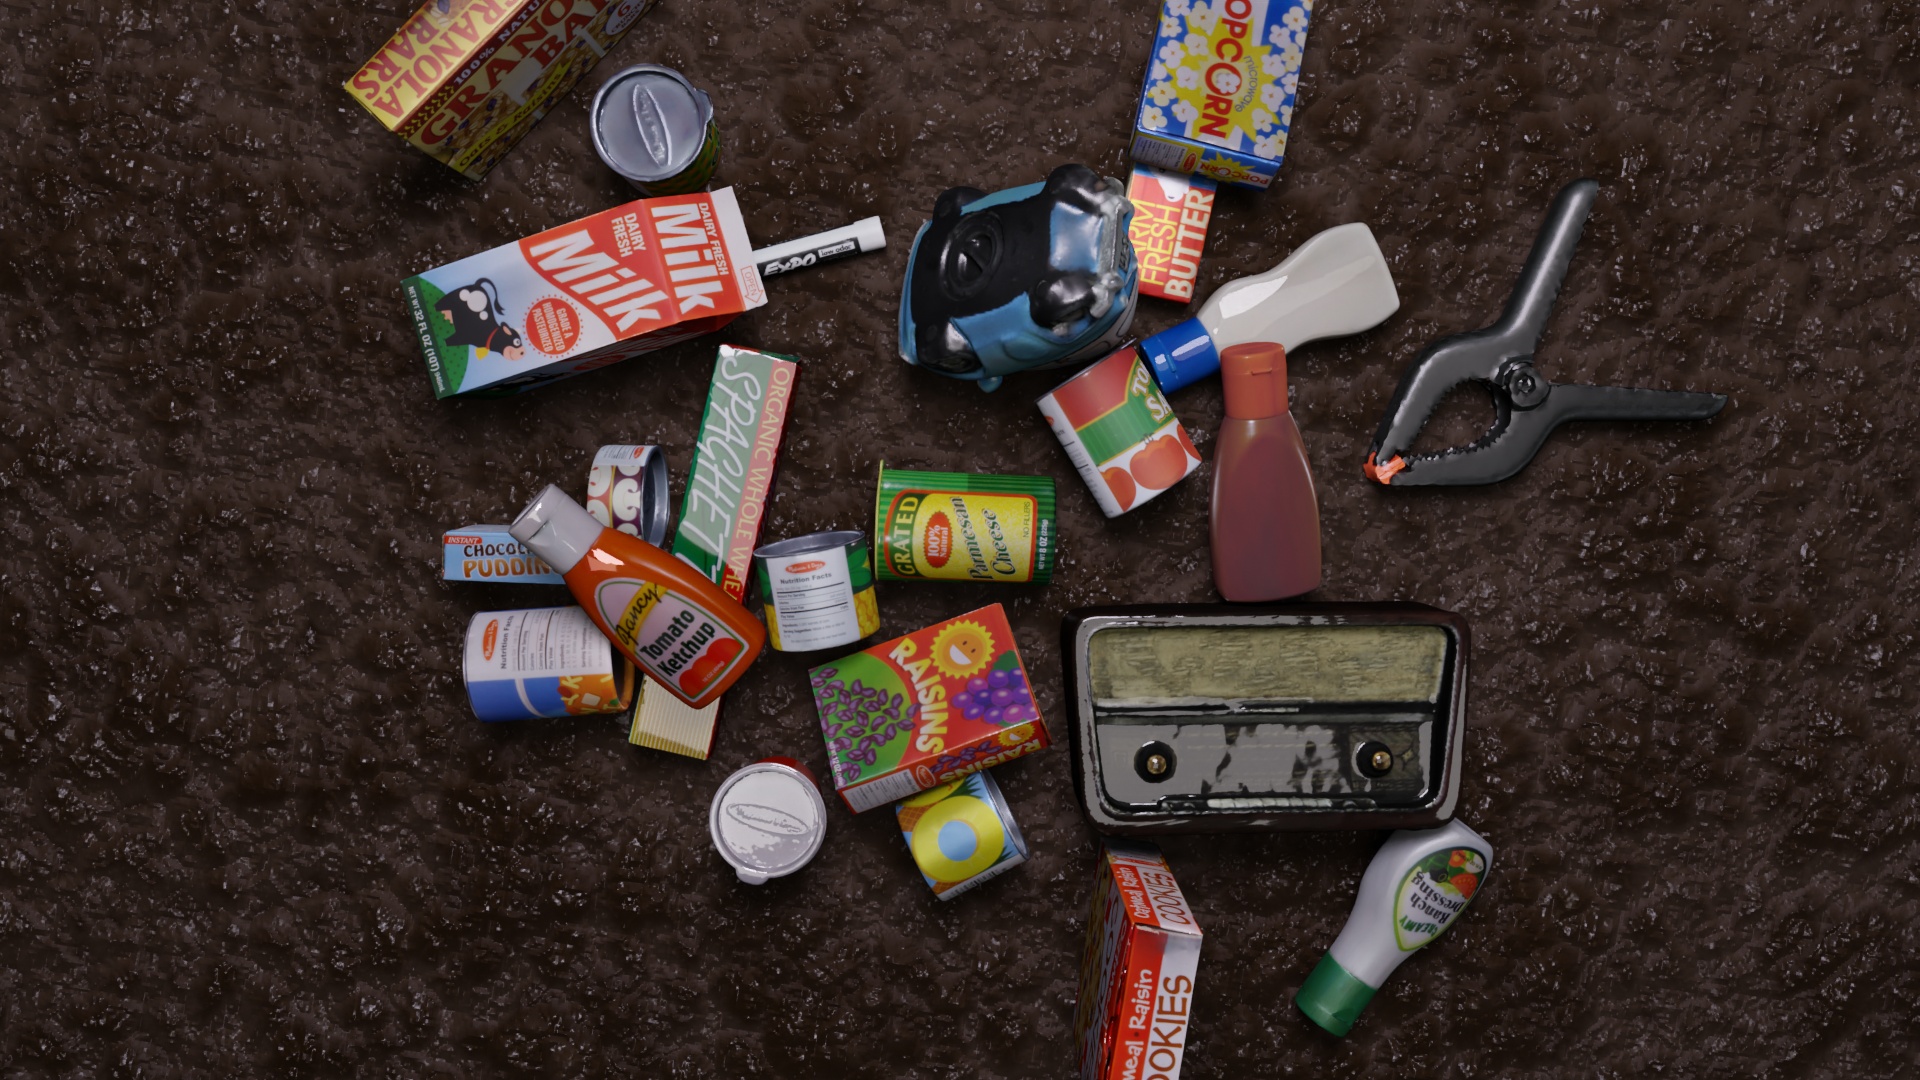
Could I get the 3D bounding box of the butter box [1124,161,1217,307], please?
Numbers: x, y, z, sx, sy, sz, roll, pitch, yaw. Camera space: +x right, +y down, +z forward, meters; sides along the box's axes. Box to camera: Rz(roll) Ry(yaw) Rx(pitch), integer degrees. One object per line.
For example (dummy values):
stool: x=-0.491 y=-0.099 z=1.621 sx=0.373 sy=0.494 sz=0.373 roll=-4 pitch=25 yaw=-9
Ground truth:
butter box: x=0.122 y=-0.195 z=0.830 sx=0.053 sy=0.024 sz=0.103 roll=12 pitch=92 yaw=0

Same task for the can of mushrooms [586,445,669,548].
can of mushrooms: x=-0.194 y=-0.021 z=0.816 sx=0.033 sy=0.071 sz=0.071 roll=2 pitch=93 yaw=0

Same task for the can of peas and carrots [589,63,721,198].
can of peas and carrots: x=-0.174 y=-0.238 z=0.809 sx=0.071 sy=0.059 sz=0.071 roll=0 pitch=93 yaw=-1

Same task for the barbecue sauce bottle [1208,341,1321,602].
barbecue sauce bottle: x=0.175 y=-0.040 z=0.811 sx=0.065 sy=0.044 sz=0.148 roll=-8 pitch=108 yaw=-1

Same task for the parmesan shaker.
parmesan shaker: x=0.003 y=-0.010 z=0.817 sx=0.103 sy=0.071 sz=0.071 roll=2 pitch=93 yaw=0

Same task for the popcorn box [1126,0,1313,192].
popcorn box: x=0.151 y=-0.273 z=0.804 sx=0.085 sy=0.038 sz=0.127 roll=13 pitch=77 yaw=-1

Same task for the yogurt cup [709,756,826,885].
yogurt cup: x=-0.112 y=0.162 z=0.831 sx=0.072 sy=0.054 sz=0.072 roll=0 pitch=93 yaw=0

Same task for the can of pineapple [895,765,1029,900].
can of pineapple: x=0.000 y=0.171 z=0.827 sx=0.058 sy=0.071 sz=0.071 roll=-27 pitch=93 yaw=1

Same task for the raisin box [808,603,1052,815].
raisin box: x=-0.019 y=0.098 z=0.816 sx=0.123 sy=0.040 sz=0.086 roll=-20 pitch=53 yaw=1

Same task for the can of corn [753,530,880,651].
can of corn: x=-0.084 y=0.029 z=0.819 sx=0.071 sy=0.071 sz=0.058 roll=-9 pitch=99 yaw=0

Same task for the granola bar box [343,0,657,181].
granola bar box: x=-0.246 y=-0.281 z=0.774 sx=0.165 sy=0.124 sz=0.039 roll=-44 pitch=91 yaw=2

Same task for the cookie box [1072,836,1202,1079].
cookie box: x=0.094 y=0.250 z=0.780 sx=0.040 sy=0.167 sz=0.123 roll=8 pitch=93 yaw=0

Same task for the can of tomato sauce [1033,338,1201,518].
can of tomato sauce: x=0.094 y=-0.066 z=0.815 sx=0.071 sy=0.071 sz=0.083 roll=-32 pitch=94 yaw=1

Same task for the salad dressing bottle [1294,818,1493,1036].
salad dressing bottle: x=0.260 y=0.231 z=0.841 sx=0.064 sy=0.044 sz=0.147 roll=32 pitch=96 yaw=-23

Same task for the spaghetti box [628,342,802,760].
spaghetti box: x=-0.147 y=0.006 z=0.836 sx=0.050 sy=0.029 sz=0.249 roll=13 pitch=93 yaw=-2

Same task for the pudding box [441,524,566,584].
pudding box: x=-0.258 y=0.008 z=0.825 sx=0.084 sy=0.050 sz=0.030 roll=2 pitch=95 yaw=-1

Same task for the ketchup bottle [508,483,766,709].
ketchup bottle: x=-0.183 y=0.029 z=0.780 sx=0.064 sy=0.044 sz=0.148 roll=-44 pitch=109 yaw=11

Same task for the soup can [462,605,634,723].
soup can: x=-0.241 y=0.073 z=0.823 sx=0.084 sy=0.071 sz=0.071 roll=-4 pitch=93 yaw=-1

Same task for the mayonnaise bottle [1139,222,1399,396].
mayonnaise bottle: x=0.181 y=-0.133 z=0.826 sx=0.148 sy=0.041 sz=0.064 roll=-24 pitch=97 yaw=2

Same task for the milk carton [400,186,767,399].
milk carton: x=-0.208 y=-0.140 z=0.794 sx=0.190 sy=0.073 sz=0.072 roll=-17 pitch=93 yaw=9
